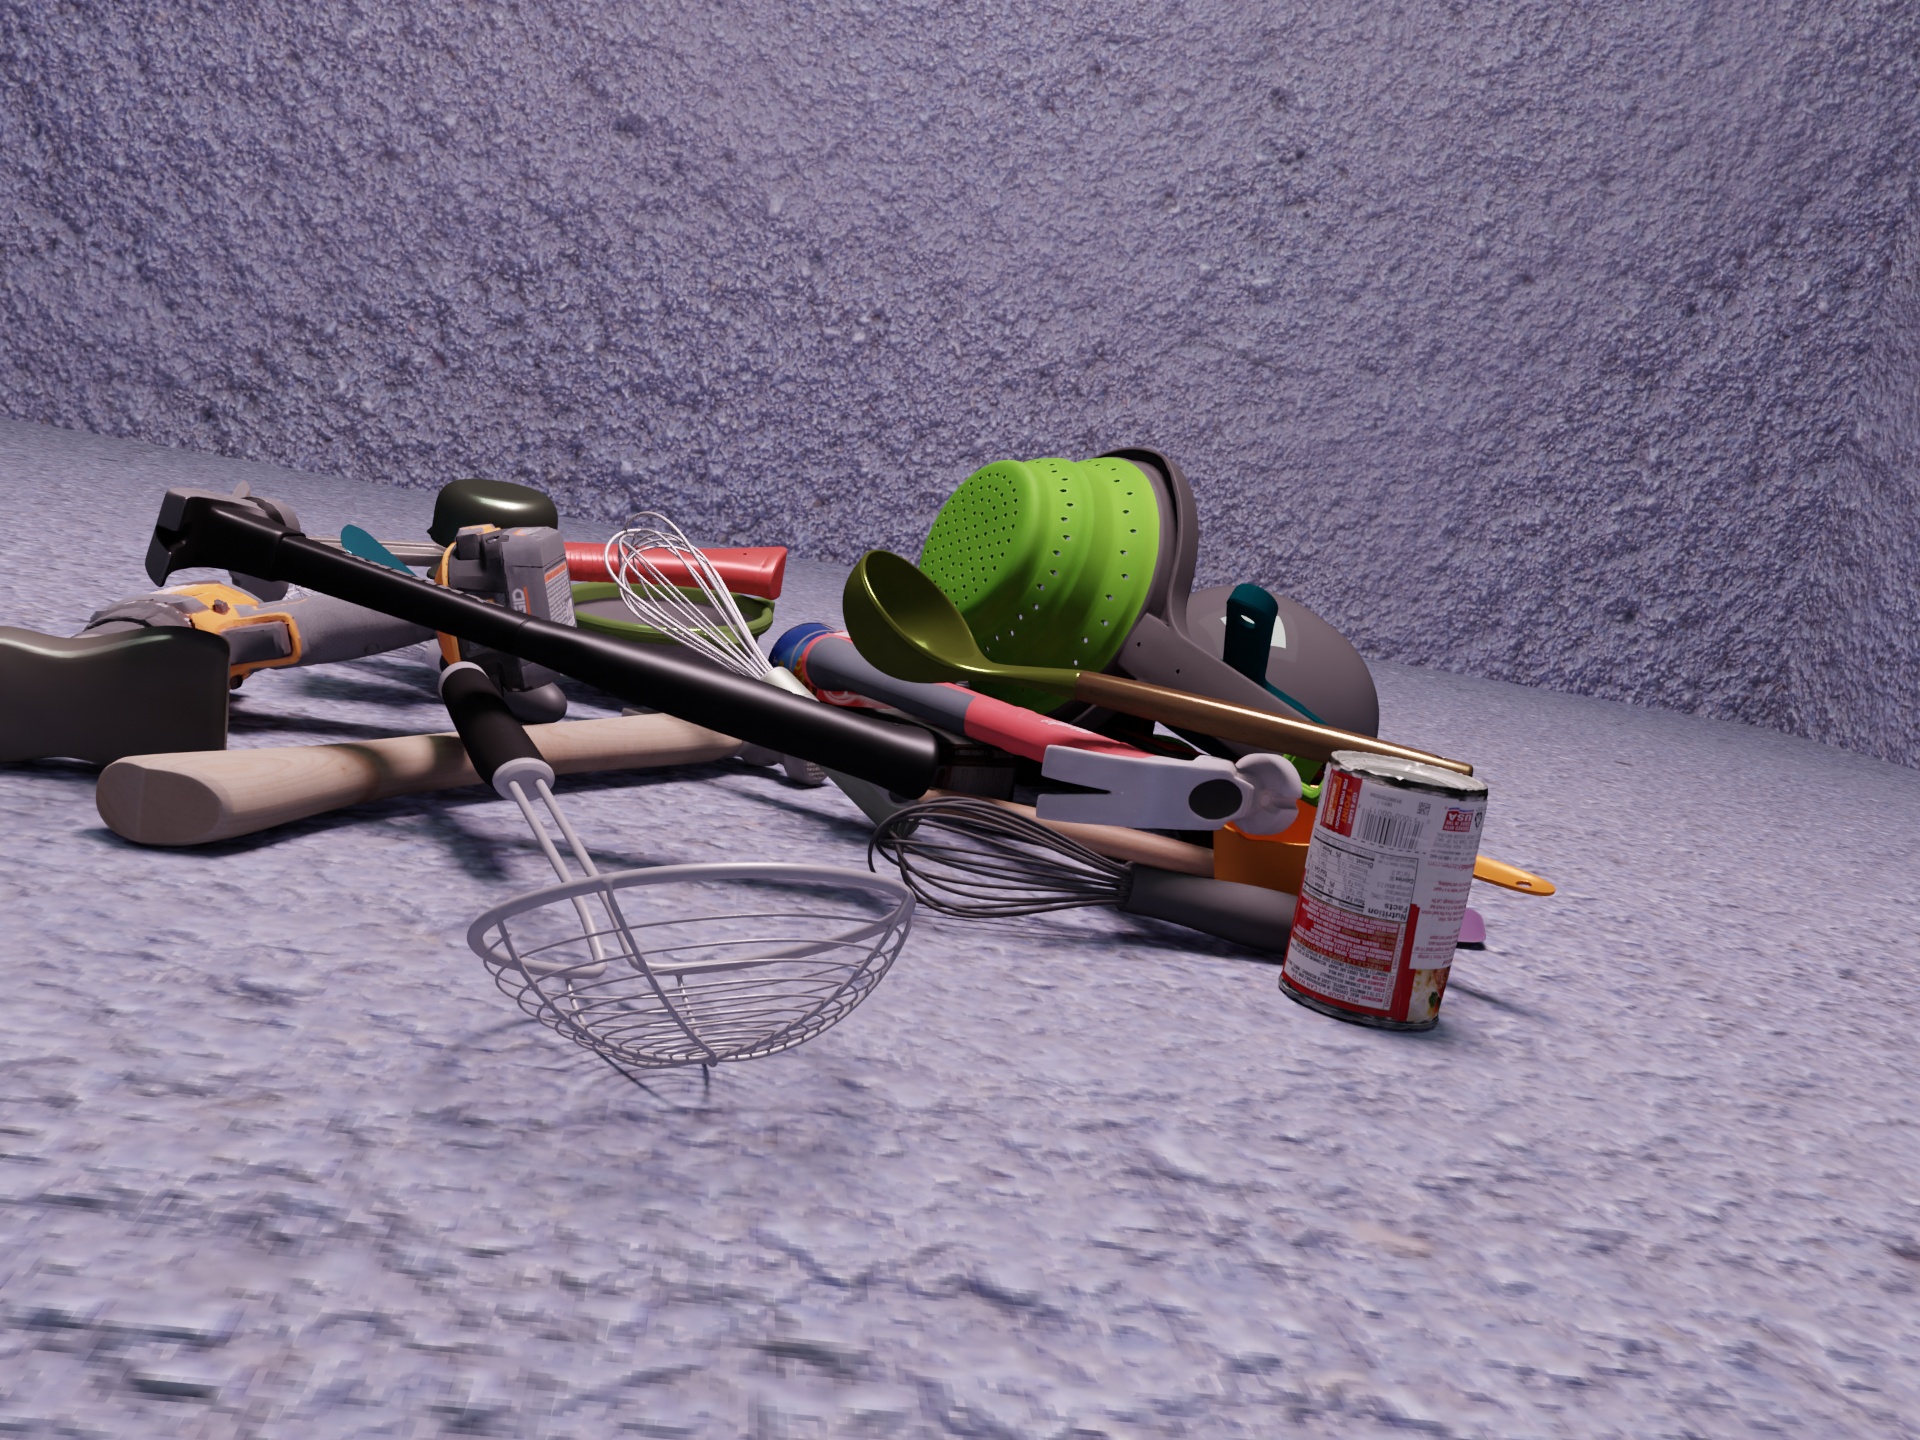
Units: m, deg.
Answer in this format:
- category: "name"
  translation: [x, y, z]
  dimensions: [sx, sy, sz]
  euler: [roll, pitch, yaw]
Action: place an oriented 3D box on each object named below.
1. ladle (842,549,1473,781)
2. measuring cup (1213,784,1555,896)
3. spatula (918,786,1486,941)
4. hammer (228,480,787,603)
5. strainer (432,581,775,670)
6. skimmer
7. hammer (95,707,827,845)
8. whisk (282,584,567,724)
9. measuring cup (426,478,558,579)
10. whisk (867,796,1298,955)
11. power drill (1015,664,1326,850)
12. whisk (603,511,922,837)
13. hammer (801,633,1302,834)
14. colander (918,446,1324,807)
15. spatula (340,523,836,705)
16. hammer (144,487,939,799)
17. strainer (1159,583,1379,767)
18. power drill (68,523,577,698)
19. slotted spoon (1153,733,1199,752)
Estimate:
- category: "ladle"
  translation: [0.084, -0.023, 0.757]
  dimensions: [0.320, 0.062, 0.078]
  euler: [15, 12, 25]
- category: "measuring cup"
  translation: [0.199, 0.078, 0.764]
  dimensions: [0.174, 0.052, 0.095]
  euler: [16, 25, 42]
- category: "spatula"
  translation: [0.121, 0.075, 0.855]
  dimensions: [0.316, 0.018, 0.060]
  euler: [13, 18, 11]
- category: "hammer"
  translation: [-0.292, -0.110, 1.058]
  dimensions: [0.359, 0.036, 0.149]
  euler: [0, 26, -25]
- category: "strainer"
  translation: [-0.258, -0.054, 1.091]
  dimensions: [0.256, 0.069, 0.151]
  euler: [5, 16, 0]
- category: "skimmer"
  translation: [-0.136, 0.018, 0.567]
  dimensions: [0.127, 0.090, 0.364]
  euler: [4, 18, -30]
- category: "hammer"
  translation: [-0.225, 0.015, 0.769]
  dimensions: [0.146, 0.038, 0.410]
  euler: [13, 9, 25]
- category: "whisk"
  translation: [-0.343, -0.050, 1.001]
  dimensions: [0.285, 0.070, 0.070]
  euler: [22, 13, 34]
- category: "measuring cup"
  translation: [-0.288, -0.115, 0.950]
  dimensions: [0.083, 0.038, 0.168]
  euler: [11, 15, -5]
- category: "whisk"
  translation: [0.074, 0.077, 0.709]
  dimensions: [0.239, 0.055, 0.055]
  euler: [14, 7, -13]
- category: "power drill"
  translation: [0.154, 0.031, 1.005]
  dimensions: [0.187, 0.080, 0.227]
  euler: [3, 14, -42]
- category: "whisk"
  translation: [-0.107, -0.025, 0.853]
  dimensions: [0.246, 0.059, 0.058]
  euler: [44, 35, 19]
- category: "hammer"
  translation: [-0.001, -0.003, 0.860]
  dimensions: [0.143, 0.038, 0.387]
  euler: [5, 8, -33]
- category: "colander"
  translation: [0.073, -0.059, 0.899]
  dimensions: [0.094, 0.204, 0.397]
  euler: [25, 11, -32]
- category: "spatula"
  translation: [-0.218, -0.050, 0.970]
  dimensions: [0.317, 0.044, 0.082]
  euler: [15, 11, -21]
- category: "hammer"
  translation: [-0.170, -0.031, 0.671]
  dimensions: [0.334, 0.035, 0.146]
  euler: [19, 4, -6]
- category: "strainer"
  translation: [0.202, -0.050, 1.046]
  dimensions: [0.211, 0.095, 0.340]
  euler: [28, -11, 15]
- category: "power drill"
  translation: [-0.314, -0.043, 0.786]
  dimensions: [0.226, 0.084, 0.185]
  euler: [-8, 11, -6]
- category: "slotted spoon"
  translation: [0.043, 0.004, 1.212]
  dimensions: [0.314, 0.031, 0.070]
  euler: [12, 12, 22]
